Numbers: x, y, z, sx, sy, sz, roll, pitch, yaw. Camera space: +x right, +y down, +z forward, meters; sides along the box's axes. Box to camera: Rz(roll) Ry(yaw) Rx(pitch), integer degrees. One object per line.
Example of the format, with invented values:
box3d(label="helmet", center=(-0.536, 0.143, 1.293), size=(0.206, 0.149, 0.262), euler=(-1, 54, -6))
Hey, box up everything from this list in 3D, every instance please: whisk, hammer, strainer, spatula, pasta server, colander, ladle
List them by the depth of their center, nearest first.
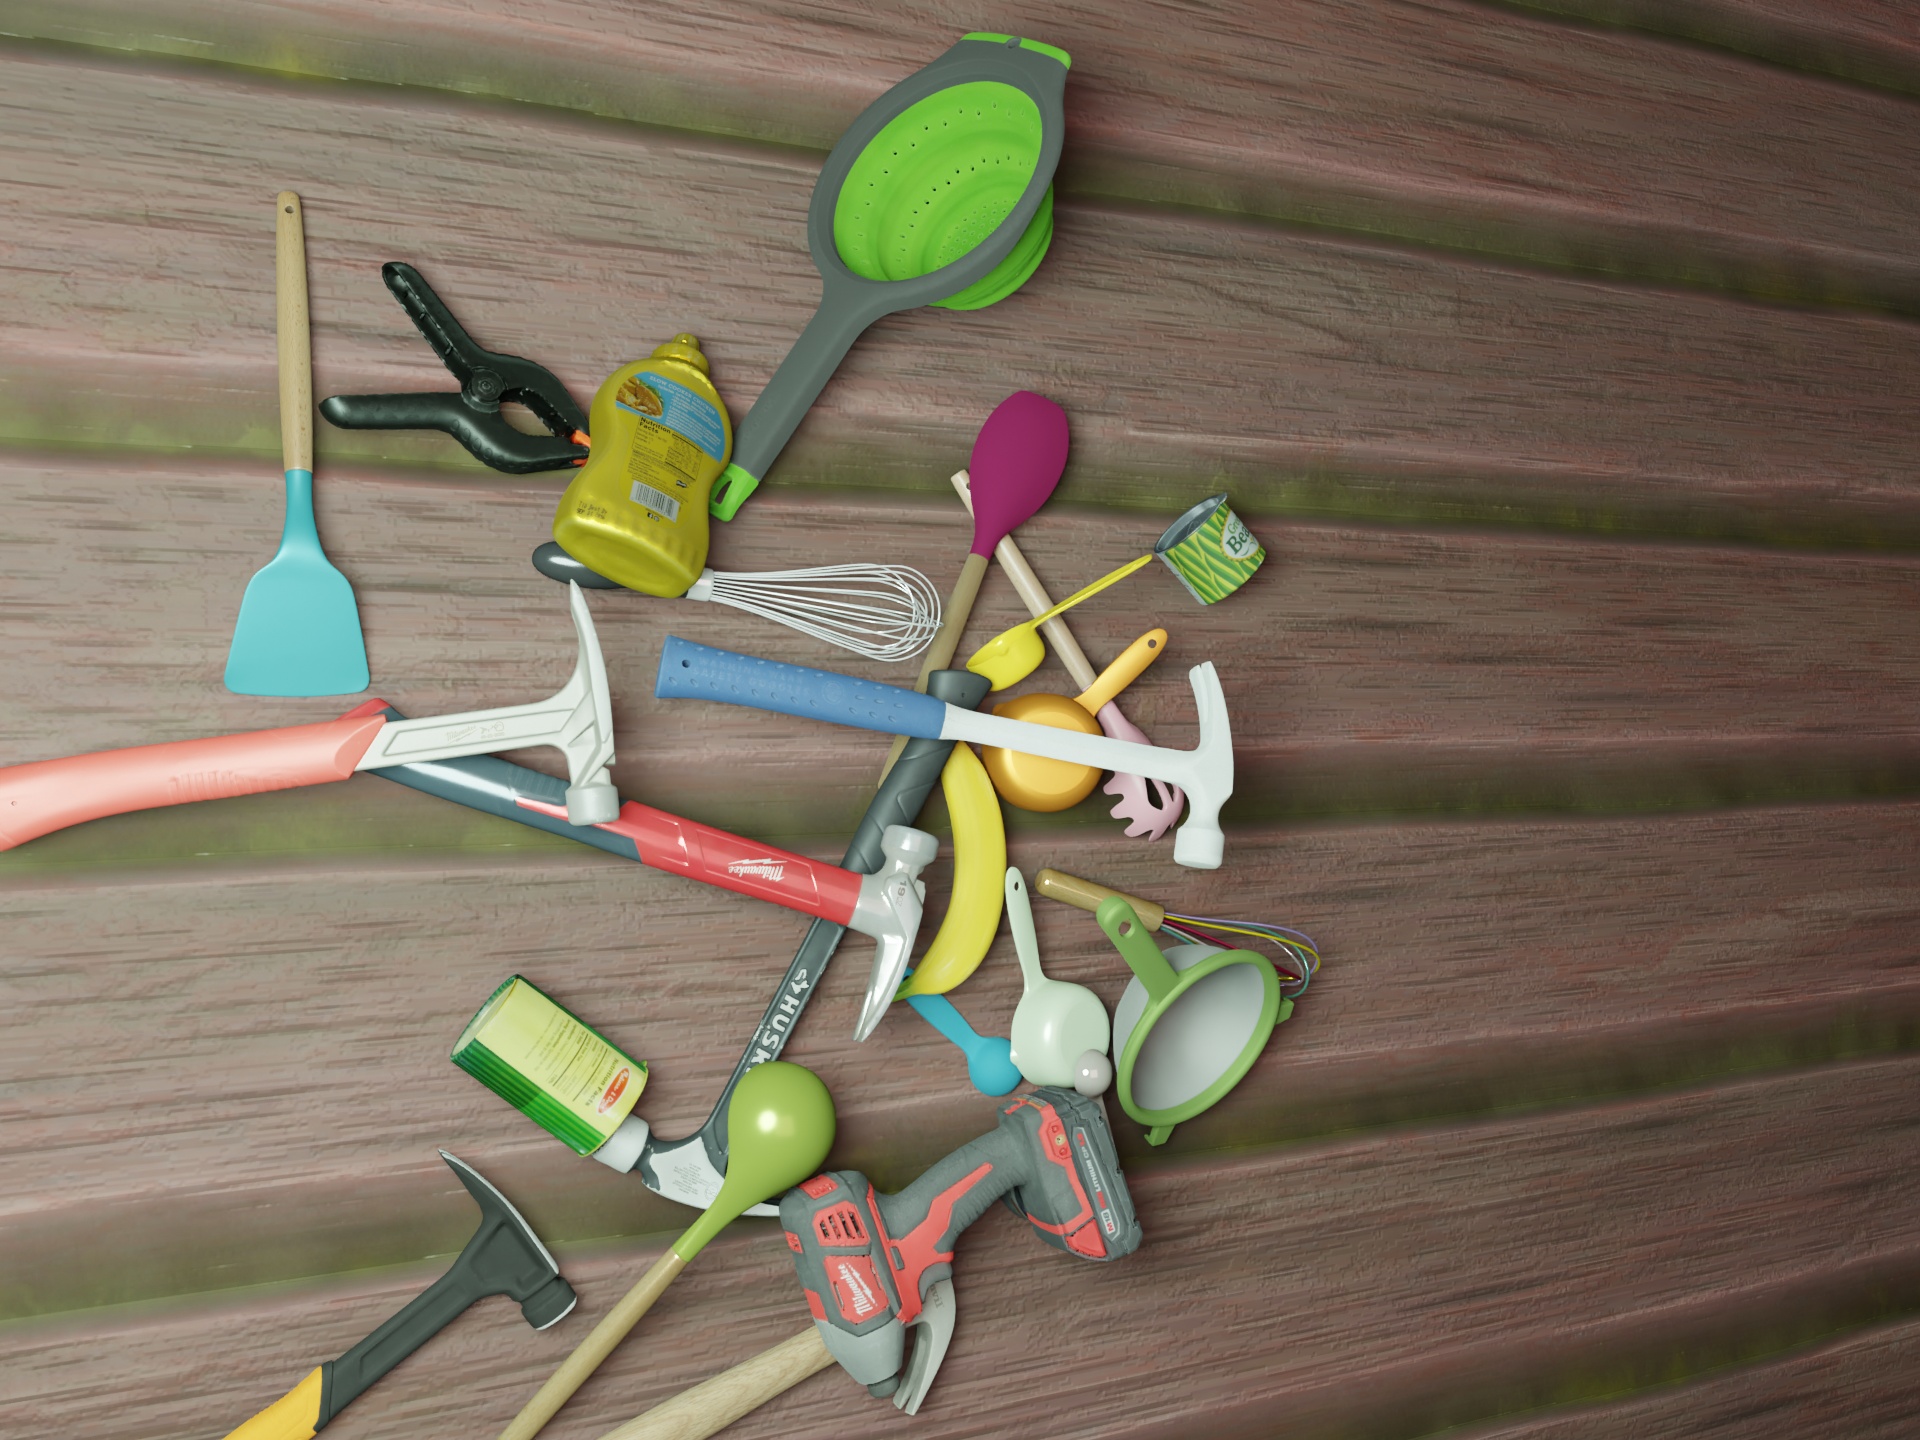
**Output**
box3d(label="hammer", center=(-0.394, 0.401, 0.916), size=(0.337, 0.034, 0.127), euler=(-38, 100, -24))
box3d(label="hammer", center=(-0.386, 0.011, 0.928), size=(0.359, 0.037, 0.149), euler=(-8, 88, -15))
box3d(label="spatula", center=(-0.413, -0.174, 0.985), size=(0.082, 0.044, 0.318), euler=(-1, 80, -25))
box3d(label="ladle", center=(-0.195, 0.346, 0.991), size=(0.320, 0.062, 0.078), euler=(-48, 118, -6))
box3d(label="hammer", center=(-0.211, 0.085, 1.006), size=(0.386, 0.038, 0.143), euler=(19, 77, -13))
box3d(label="hammer", center=(-0.149, 0.439, 1.027), size=(0.331, 0.031, 0.130), euler=(-21, 92, -25))
box3d(label="hammer", center=(-0.083, 0.140, 1.079), size=(0.149, 0.036, 0.409), euler=(34, 75, -19))
box3d(label="whisk", center=(-0.146, -0.088, 1.083), size=(0.284, 0.070, 0.070), euler=(8, 80, -19))
box3d(label="hammer", center=(-0.002, -0.003, 1.084), size=(0.405, 0.035, 0.144), euler=(11, 77, -13))
box3d(label="colander", center=(-0.045, -0.294, 1.129), size=(0.397, 0.205, 0.094), euler=(-57, 143, -3))
box3d(label="strainer", center=(0.136, 0.186, 1.130), size=(0.151, 0.069, 0.256), euler=(-43, 133, -8))
box3d(label="pasta server", center=(0.079, -0.049, 1.197), size=(0.060, 0.040, 0.316), euler=(-34, 94, -24))
box3d(label="whisk", center=(0.166, 0.159, 1.204), size=(0.244, 0.047, 0.051), euler=(20, 76, -17))

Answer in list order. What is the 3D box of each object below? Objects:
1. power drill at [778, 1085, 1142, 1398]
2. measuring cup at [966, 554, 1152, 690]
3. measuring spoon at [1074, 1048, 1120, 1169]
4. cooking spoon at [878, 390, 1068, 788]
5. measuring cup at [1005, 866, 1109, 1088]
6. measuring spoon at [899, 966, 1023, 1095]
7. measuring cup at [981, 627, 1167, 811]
box3d(label="power drill", center=(0.000, 0.340, 1.049), size=(0.219, 0.078, 0.143), euler=(-18, 90, -22))
box3d(label="measuring cup", center=(0.077, -0.070, 1.154), size=(0.156, 0.062, 0.029), euler=(-31, 103, 2))
box3d(label="measuring spoon", center=(0.106, 0.293, 1.129), size=(0.034, 0.018, 0.124), euler=(-23, 106, -44))
box3d(label="cooking spoon", center=(0.005, -0.095, 1.155), size=(0.068, 0.017, 0.319), euler=(23, 80, -9))
box3d(label="measuring cup", center=(0.065, 0.183, 1.130), size=(0.083, 0.038, 0.167), euler=(-25, 108, -43))
box3d(label="measuring spoon", center=(-0.001, 0.218, 1.127), size=(0.128, 0.021, 0.042), euler=(46, 68, -13))
box3d(label="measuring cup", center=(0.092, -0.006, 1.152), size=(0.173, 0.052, 0.095), euler=(-44, 95, -3))
